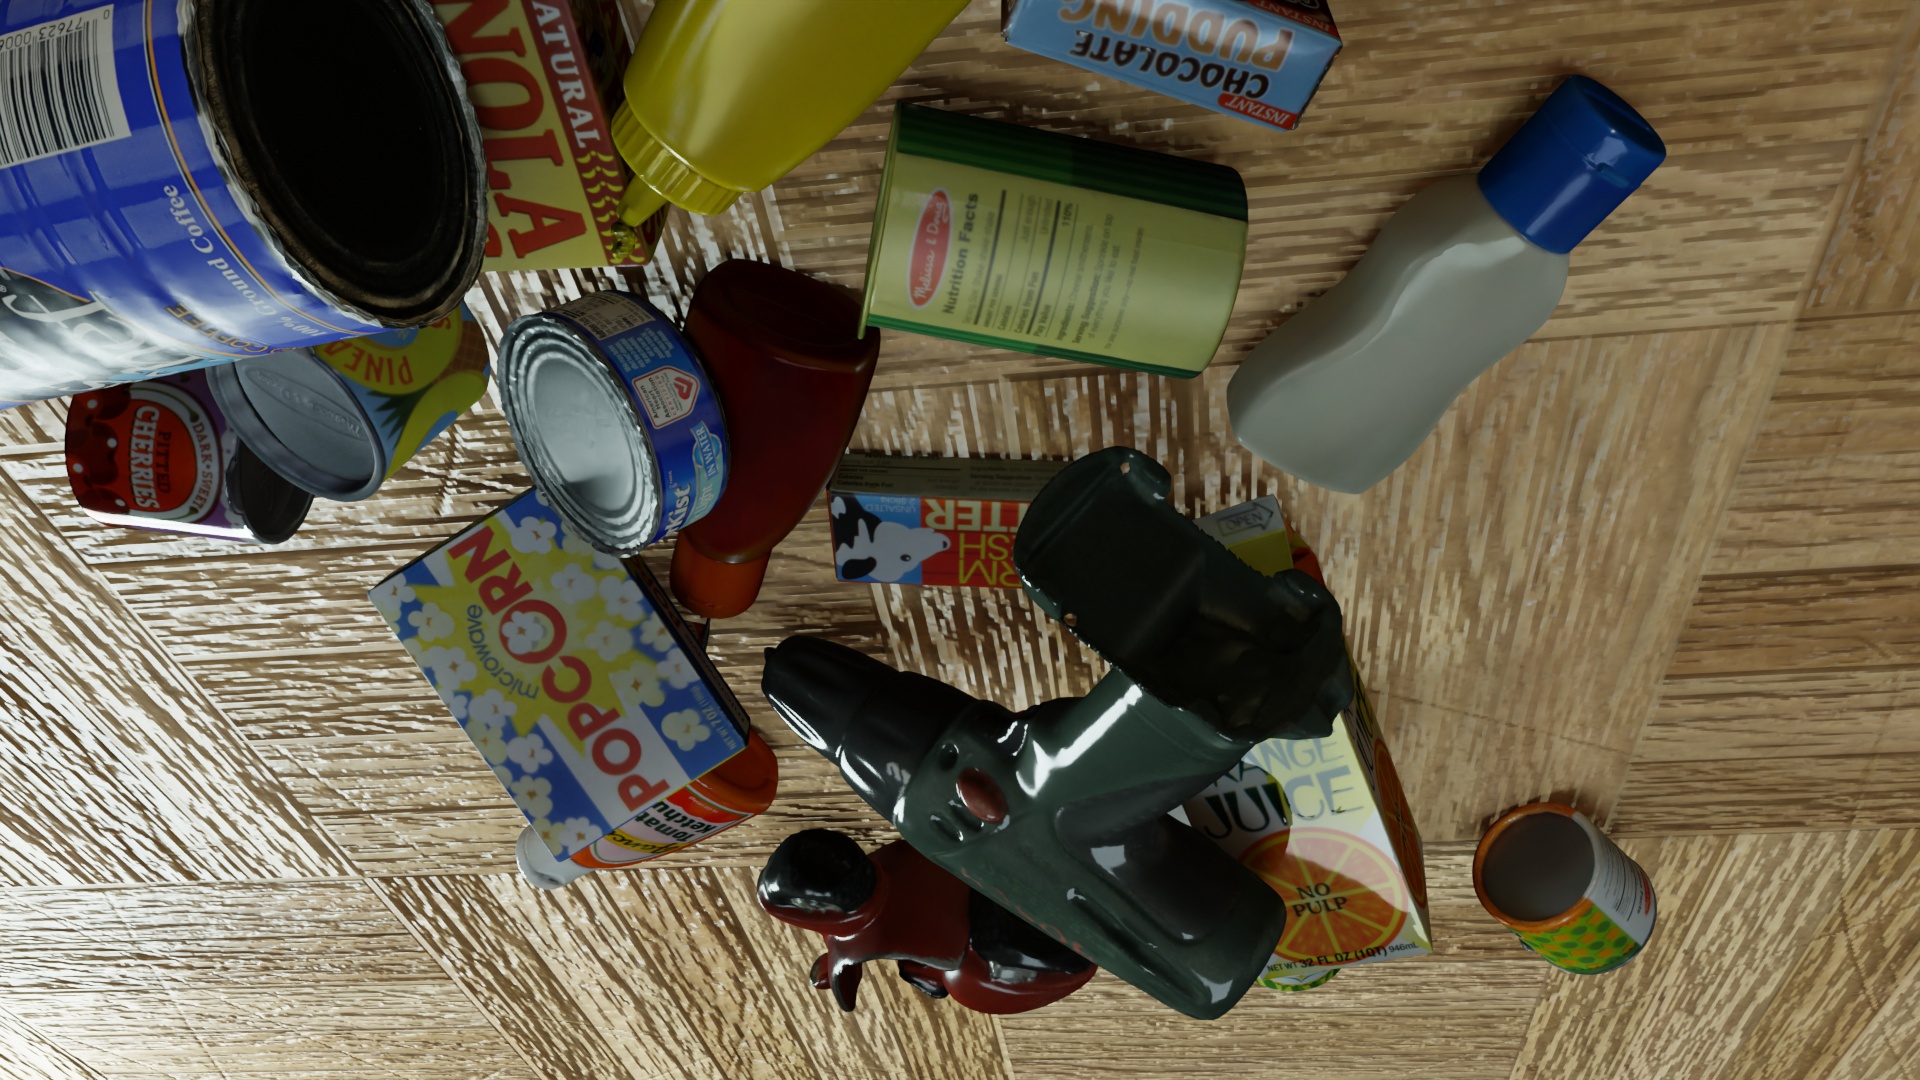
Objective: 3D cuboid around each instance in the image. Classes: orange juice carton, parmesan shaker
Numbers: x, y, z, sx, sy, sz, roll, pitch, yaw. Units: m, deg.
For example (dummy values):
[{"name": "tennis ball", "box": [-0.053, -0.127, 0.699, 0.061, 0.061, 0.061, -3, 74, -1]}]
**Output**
[{"name": "orange juice carton", "box": [0.123, 0.075, 0.554, 0.071, 0.073, 0.192, -18, 110, 22]}, {"name": "parmesan shaker", "box": [0.025, -0.086, 0.416, 0.103, 0.072, 0.071, 9, 137, -7]}]

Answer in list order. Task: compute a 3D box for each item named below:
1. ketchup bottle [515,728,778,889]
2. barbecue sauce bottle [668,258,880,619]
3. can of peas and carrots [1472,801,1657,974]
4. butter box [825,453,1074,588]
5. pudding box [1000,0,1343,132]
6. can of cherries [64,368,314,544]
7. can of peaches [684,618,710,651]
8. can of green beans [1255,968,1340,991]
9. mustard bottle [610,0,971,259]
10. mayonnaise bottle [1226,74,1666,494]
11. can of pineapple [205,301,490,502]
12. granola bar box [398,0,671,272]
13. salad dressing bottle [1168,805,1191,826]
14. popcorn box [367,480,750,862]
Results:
[{"name": "ketchup bottle", "box": [-0.159, 0.130, 0.677, 0.148, 0.044, 0.064, -30, 128, 31]}, {"name": "barbecue sauce bottle", "box": [-0.077, -0.028, 0.501, 0.065, 0.044, 0.147, 22, 136, -3]}, {"name": "can of peas and carrots", "box": [0.291, 0.170, 0.677, 0.070, 0.071, 0.058, -31, 127, 31]}, {"name": "butter box", "box": [0.002, -0.007, 0.534, 0.103, 0.024, 0.052, 2, 138, 1]}, {"name": "pudding box", "box": [0.054, -0.142, 0.367, 0.084, 0.050, 0.030, 14, 134, -12]}, {"name": "can of cherries", "box": [-0.267, -0.034, 0.487, 0.058, 0.072, 0.071, 6, 137, -2]}, {"name": "can of peaches", "box": [-0.140, 0.060, 0.585, 0.058, 0.071, 0.070, 11, 136, -8]}, {"name": "can of green beans", "box": [0.165, 0.185, 0.700, 0.071, 0.071, 0.057, -5, 137, 8]}, {"name": "mustard bottle", "box": [-0.049, -0.135, 0.364, 0.065, 0.049, 0.159, 29, 121, -35]}, {"name": "mayonnaise bottle", "box": [0.151, -0.077, 0.439, 0.065, 0.041, 0.147, 21, 133, -21]}, {"name": "can of pineapple", "box": [-0.197, -0.056, 0.454, 0.071, 0.058, 0.070, 15, 134, 16]}, {"name": "granola bar box", "box": [-0.160, -0.151, 0.377, 0.124, 0.039, 0.164, -1, 137, 6]}, {"name": "salad dressing bottle", "box": [0.093, 0.120, 0.652, 0.147, 0.044, 0.064, -11, 131, 17]}, {"name": "popcorn box", "box": [-0.149, 0.046, 0.528, 0.085, 0.038, 0.126, -32, 100, 0]}]
